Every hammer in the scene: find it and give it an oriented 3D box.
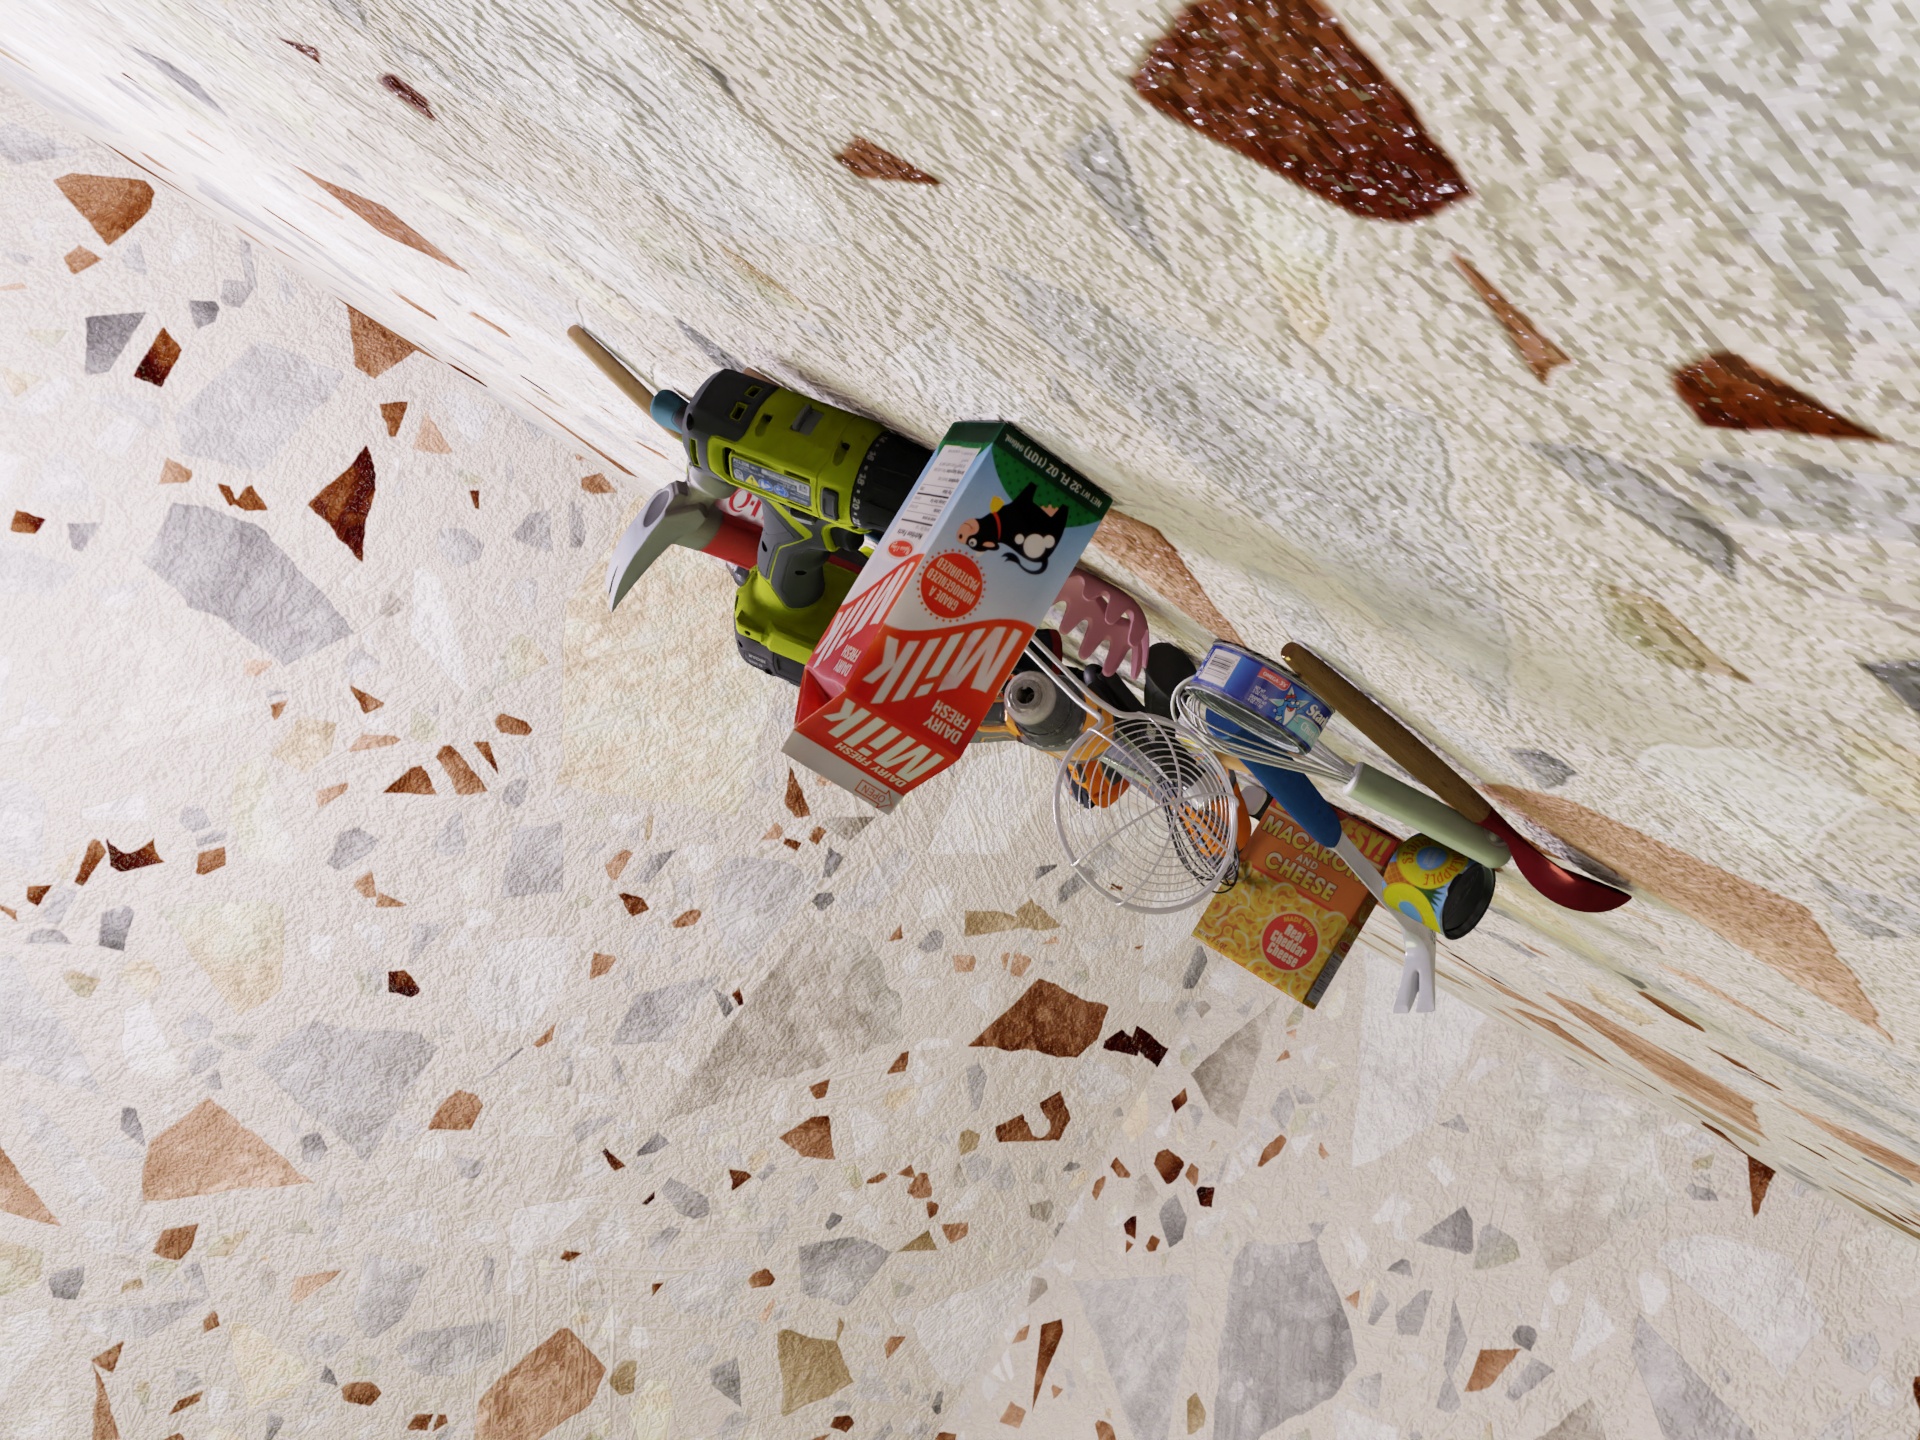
[{"bbox_3d":[0.236,0.050,1.778,0.337,0.034,0.127,30,176,43],"label":"hammer"},{"bbox_3d":[-0.114,-0.183,1.314,0.331,0.033,0.128,31,179,11],"label":"hammer"},{"bbox_3d":[0.154,-0.010,1.250,0.146,0.035,0.334,46,177,12],"label":"hammer"},{"bbox_3d":[0.290,0.096,1.223,0.035,0.144,0.405,-11,145,32],"label":"hammer"},{"bbox_3d":[-0.075,-0.085,1.203,0.386,0.143,0.038,19,-141,-39],"label":"hammer"}]

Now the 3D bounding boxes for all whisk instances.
[{"bbox_3d":[0.251,0.035,1.049,0.246,0.059,0.058,27,-144,1],"label":"whisk"},{"bbox_3d":[0.219,0.028,1.410,0.047,0.051,0.245,38,173,-20],"label":"whisk"},{"bbox_3d":[0.179,0.051,1.429,0.239,0.055,0.055,57,180,4],"label":"whisk"}]

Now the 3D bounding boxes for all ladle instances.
[{"bbox_3d":[0.287,0.040,0.919,0.315,0.031,0.069,34,176,-29],"label":"ladle"},{"bbox_3d":[-0.277,-0.265,1.441,0.078,0.062,0.320,50,-177,24],"label":"ladle"}]

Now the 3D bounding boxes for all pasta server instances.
[{"bbox_3d":[-0.009,-0.129,1.009,0.316,0.040,0.060,33,157,0],"label":"pasta server"}]

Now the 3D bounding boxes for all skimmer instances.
[{"bbox_3d":[0.056,-0.017,1.090,0.364,0.127,0.090,50,149,42],"label":"skimmer"}]

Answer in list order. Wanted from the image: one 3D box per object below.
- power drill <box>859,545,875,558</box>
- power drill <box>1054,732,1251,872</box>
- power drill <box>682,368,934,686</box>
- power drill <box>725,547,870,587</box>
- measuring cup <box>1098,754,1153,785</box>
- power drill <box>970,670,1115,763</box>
[{"bbox_3d":[-0.118,-0.154,1.502,0.171,0.080,0.223,28,173,46],"label":"power drill"},{"bbox_3d":[0.207,0.076,1.663,0.227,0.084,0.164,28,154,41],"label":"power drill"},{"bbox_3d":[-0.073,-0.106,1.012,0.190,0.080,0.228,22,149,11],"label":"power drill"},{"bbox_3d":[-0.133,-0.109,1.363,0.188,0.080,0.226,39,172,6],"label":"power drill"},{"bbox_3d":[0.118,0.010,1.378,0.168,0.038,0.083,31,172,46],"label":"measuring cup"},{"bbox_3d":[-0.002,-0.004,1.264,0.226,0.084,0.185,0,172,17],"label":"power drill"}]
